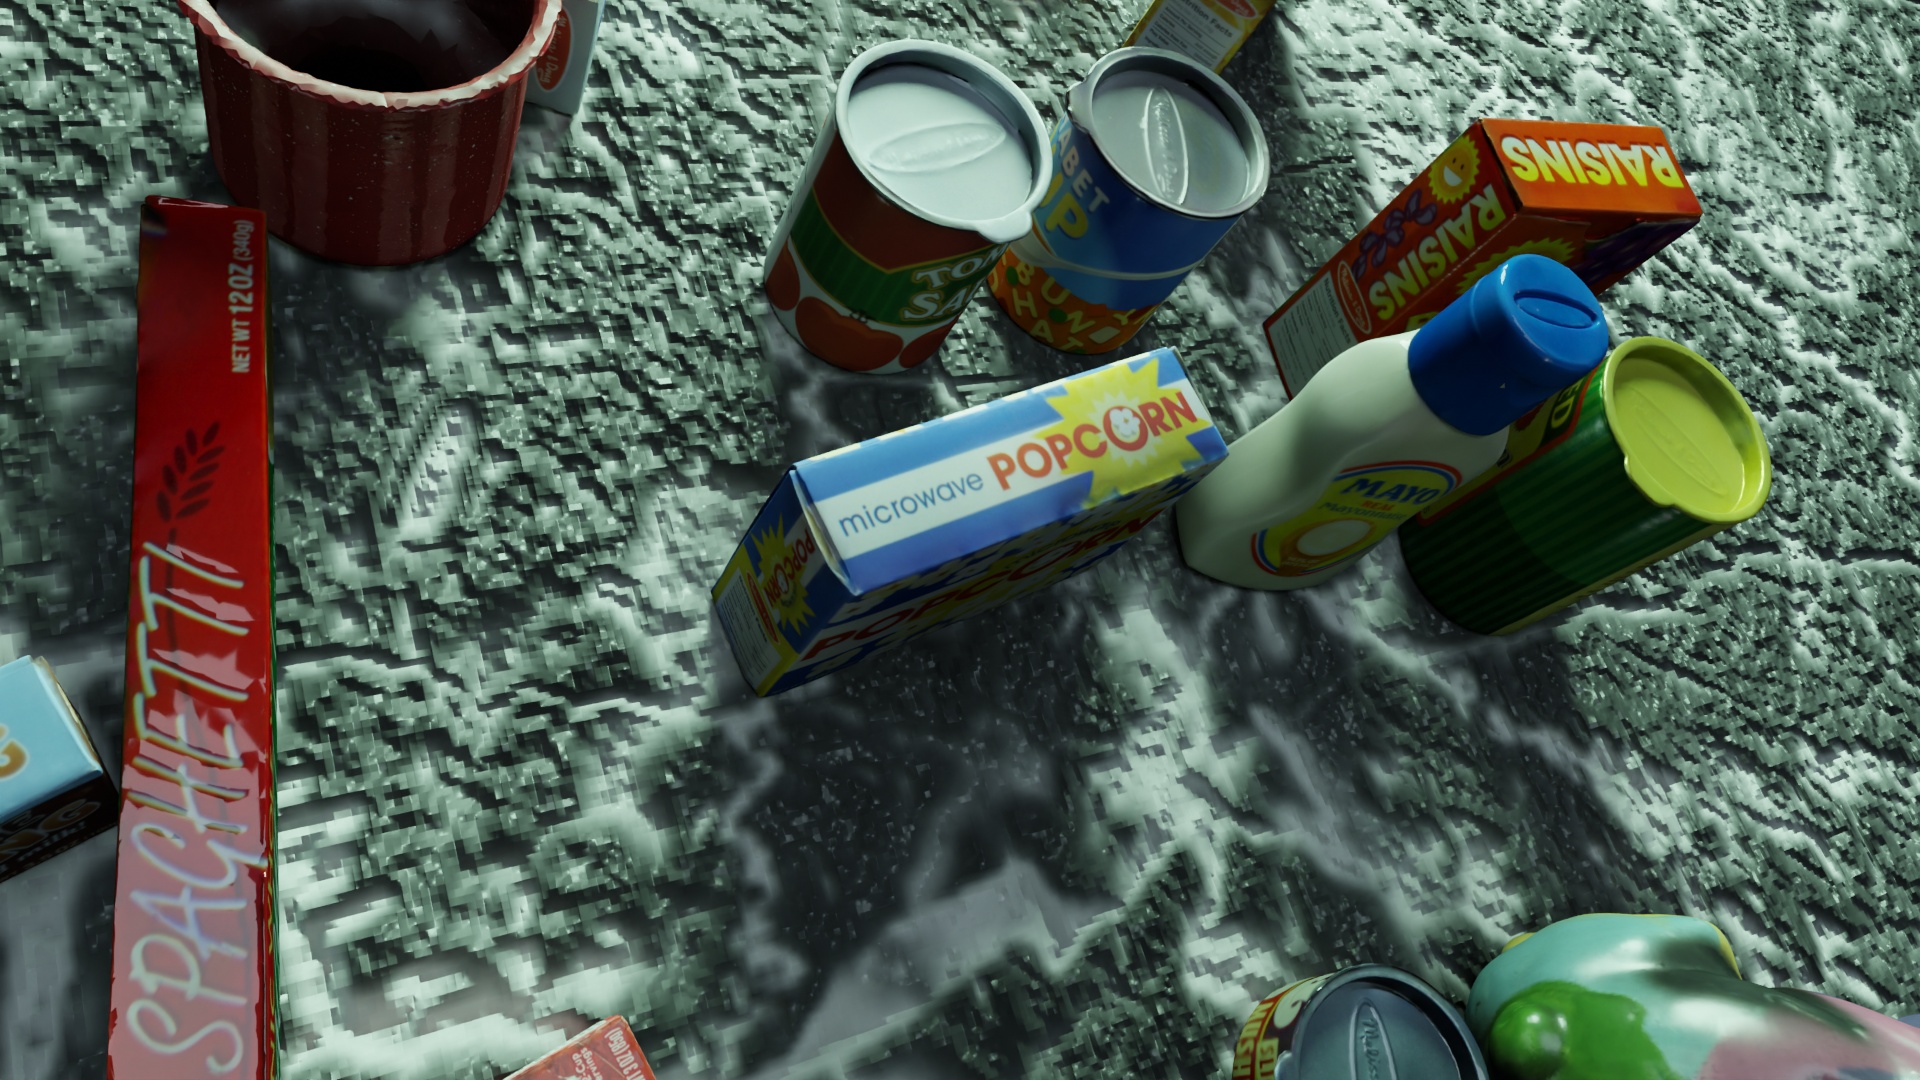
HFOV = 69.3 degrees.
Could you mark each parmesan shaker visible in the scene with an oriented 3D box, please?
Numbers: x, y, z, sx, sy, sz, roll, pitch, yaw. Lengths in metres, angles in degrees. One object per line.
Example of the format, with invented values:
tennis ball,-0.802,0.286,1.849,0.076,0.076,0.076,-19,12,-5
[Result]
parmesan shaker,0.206,-0.014,0.473,0.071,0.102,0.071,10,63,-20

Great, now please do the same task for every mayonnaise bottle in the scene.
mayonnaise bottle,0.126,-0.030,0.419,0.065,0.147,0.041,7,64,-21

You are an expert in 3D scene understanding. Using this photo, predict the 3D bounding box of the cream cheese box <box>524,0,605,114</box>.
cream cheese box,-0.122,-0.194,0.445,0.024,0.053,0.104,13,61,-18

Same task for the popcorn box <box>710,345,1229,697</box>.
popcorn box,0.001,-0.005,0.389,0.127,0.085,0.038,-20,76,-30

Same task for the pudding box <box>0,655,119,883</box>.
pudding box,-0.220,0.060,0.280,0.084,0.049,0.030,-30,81,-32

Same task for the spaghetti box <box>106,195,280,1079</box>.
spaghetti box,-0.170,0.041,0.312,0.029,0.050,0.251,-1,66,-24

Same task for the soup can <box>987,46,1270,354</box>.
soup can,0.050,-0.111,0.463,0.071,0.083,0.071,10,62,-19

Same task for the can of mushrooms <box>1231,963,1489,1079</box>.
can of mushrooms,0.110,0.155,0.390,0.071,0.033,0.071,10,62,-19

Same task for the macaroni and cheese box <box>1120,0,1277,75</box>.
macaroni and cheese box,0.129,-0.251,0.518,0.040,0.165,0.124,35,57,-5

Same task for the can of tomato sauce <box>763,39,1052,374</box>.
can of tomato sauce,-0.017,-0.098,0.427,0.071,0.082,0.071,10,62,-19

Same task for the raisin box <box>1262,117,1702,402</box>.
raisin box,0.178,-0.093,0.487,0.086,0.123,0.040,-5,68,-26
